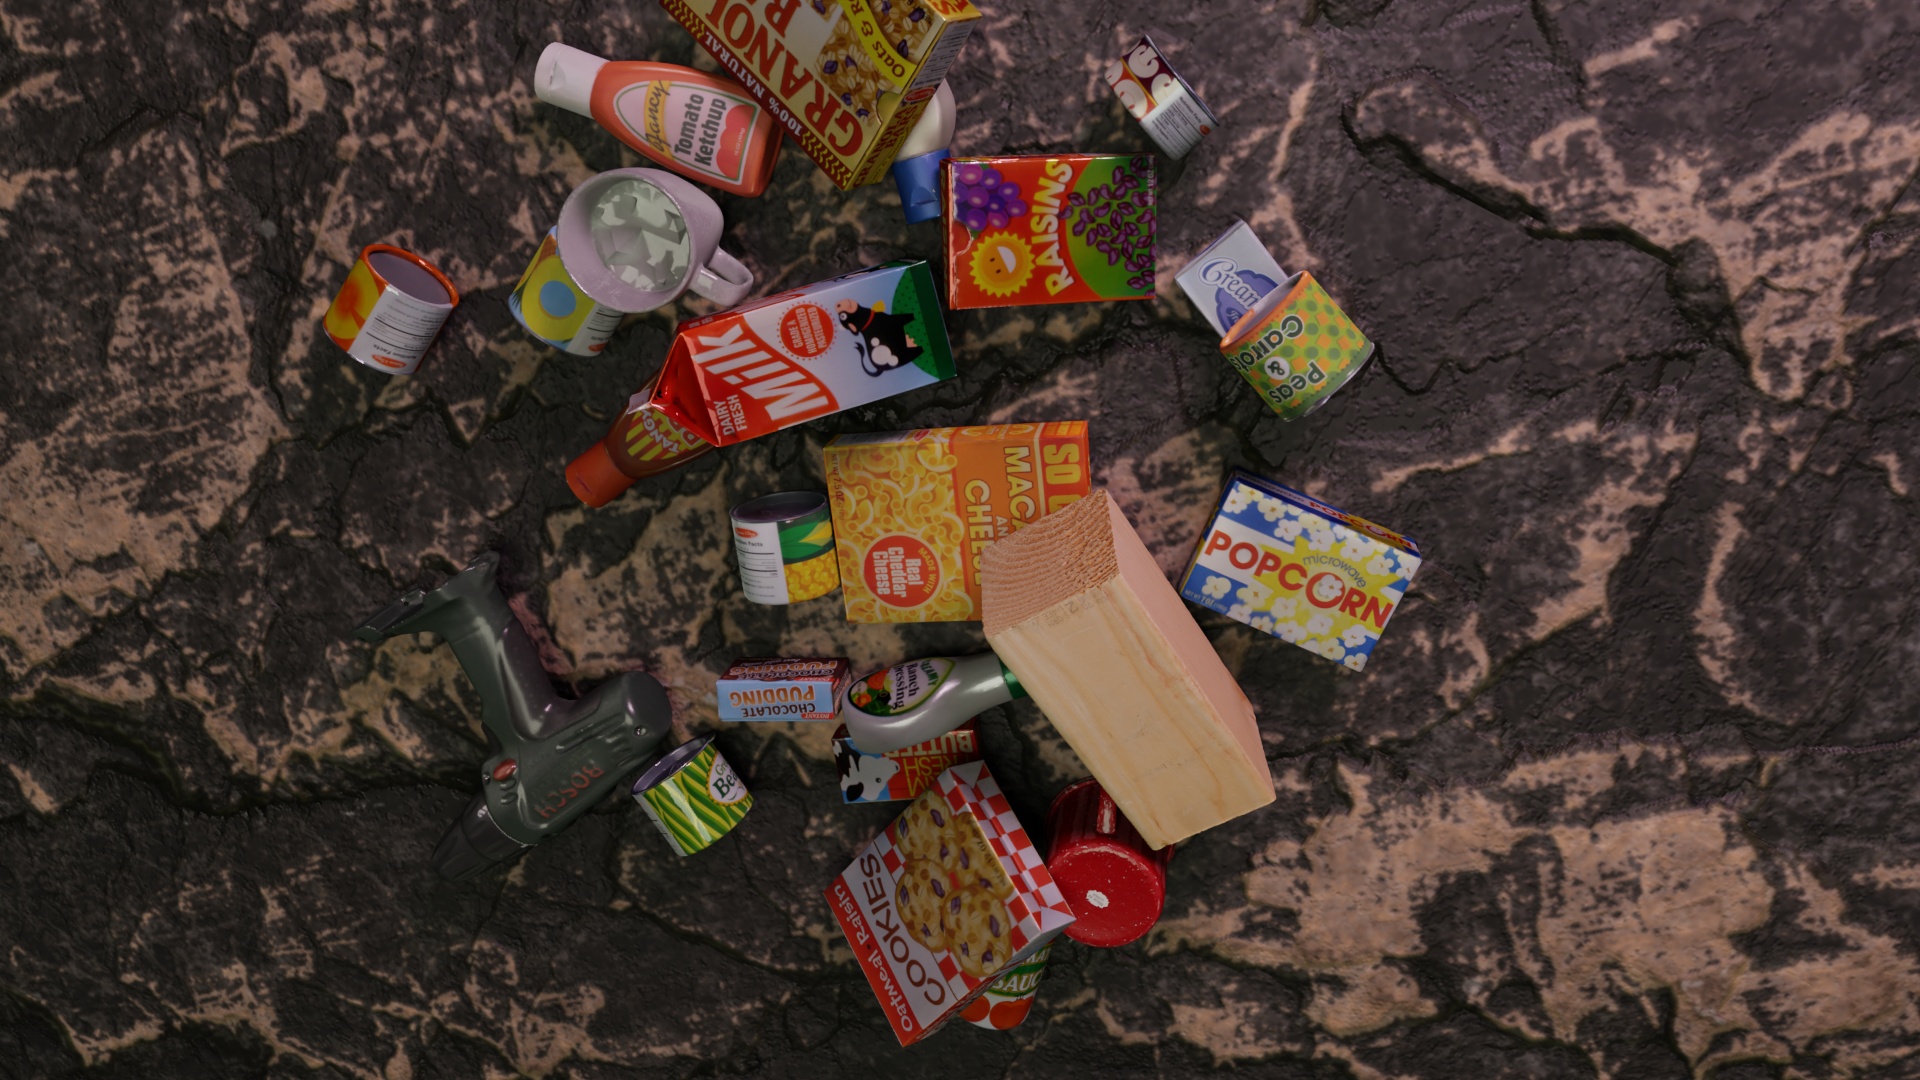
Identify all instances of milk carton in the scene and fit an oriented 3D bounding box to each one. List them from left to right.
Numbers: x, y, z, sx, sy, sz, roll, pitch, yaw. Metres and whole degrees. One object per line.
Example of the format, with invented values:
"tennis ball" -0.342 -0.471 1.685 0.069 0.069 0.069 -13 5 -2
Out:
"milk carton" -0.106 -0.110 0.836 0.191 0.072 0.073 -17 106 -7

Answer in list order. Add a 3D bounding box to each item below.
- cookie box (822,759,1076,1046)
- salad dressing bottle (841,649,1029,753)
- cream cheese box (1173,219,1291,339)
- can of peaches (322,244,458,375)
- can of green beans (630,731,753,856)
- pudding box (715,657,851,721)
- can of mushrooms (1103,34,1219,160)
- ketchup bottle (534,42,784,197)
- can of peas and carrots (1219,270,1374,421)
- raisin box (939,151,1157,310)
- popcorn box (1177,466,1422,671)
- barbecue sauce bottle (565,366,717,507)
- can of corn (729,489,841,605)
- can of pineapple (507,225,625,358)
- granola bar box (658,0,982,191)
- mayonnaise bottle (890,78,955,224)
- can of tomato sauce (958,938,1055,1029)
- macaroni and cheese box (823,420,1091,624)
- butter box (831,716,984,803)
"cookie box" -0.012 0.246 0.939 0.166 0.040 0.123 -49 61 33
"salad dressing bottle" -0.004 0.099 0.929 0.147 0.064 0.043 -18 121 7
"cream cheese box" 0.180 -0.136 0.836 0.053 0.024 0.103 -38 98 18
"can of peaches" -0.372 -0.153 0.907 0.071 0.071 0.058 38 111 -4
"can of green beans" -0.189 0.180 0.982 0.071 0.071 0.057 -30 101 18
"pudding box" -0.121 0.102 0.954 0.084 0.050 0.030 -1 107 10
"can of mushrooms" 0.113 -0.252 0.789 0.033 0.071 0.071 -39 98 20
"ketchup bottle" -0.184 -0.262 0.849 0.149 0.044 0.064 20 108 4
"can of peas and carrots" 0.190 -0.109 0.791 0.070 0.071 0.058 -41 97 19
"raisin box" 0.051 -0.182 0.816 0.123 0.040 0.085 -4 109 -8
"popcorn box" 0.212 0.017 0.873 0.127 0.038 0.085 23 110 2
"barbecue sauce bottle" -0.194 -0.075 0.912 0.148 0.044 0.065 -33 102 19
"can of corn" -0.112 0.003 0.913 0.071 0.071 0.058 -3 108 11
"can of pineapple" -0.245 -0.159 0.881 0.071 0.071 0.057 37 110 -3
"granola bar box" -0.084 -0.300 0.783 0.165 0.039 0.123 46 130 7
"mayonnaise bottle" -0.034 -0.264 0.822 0.064 0.041 0.147 -11 105 20
"can of tomato sauce" 0.029 0.292 0.979 0.071 0.071 0.082 17 111 4
"macaroni and cheese box" 0.003 -0.011 0.899 0.166 0.040 0.123 -2 109 11
"butter box" -0.034 0.153 0.969 0.103 0.024 0.053 -6 107 12
